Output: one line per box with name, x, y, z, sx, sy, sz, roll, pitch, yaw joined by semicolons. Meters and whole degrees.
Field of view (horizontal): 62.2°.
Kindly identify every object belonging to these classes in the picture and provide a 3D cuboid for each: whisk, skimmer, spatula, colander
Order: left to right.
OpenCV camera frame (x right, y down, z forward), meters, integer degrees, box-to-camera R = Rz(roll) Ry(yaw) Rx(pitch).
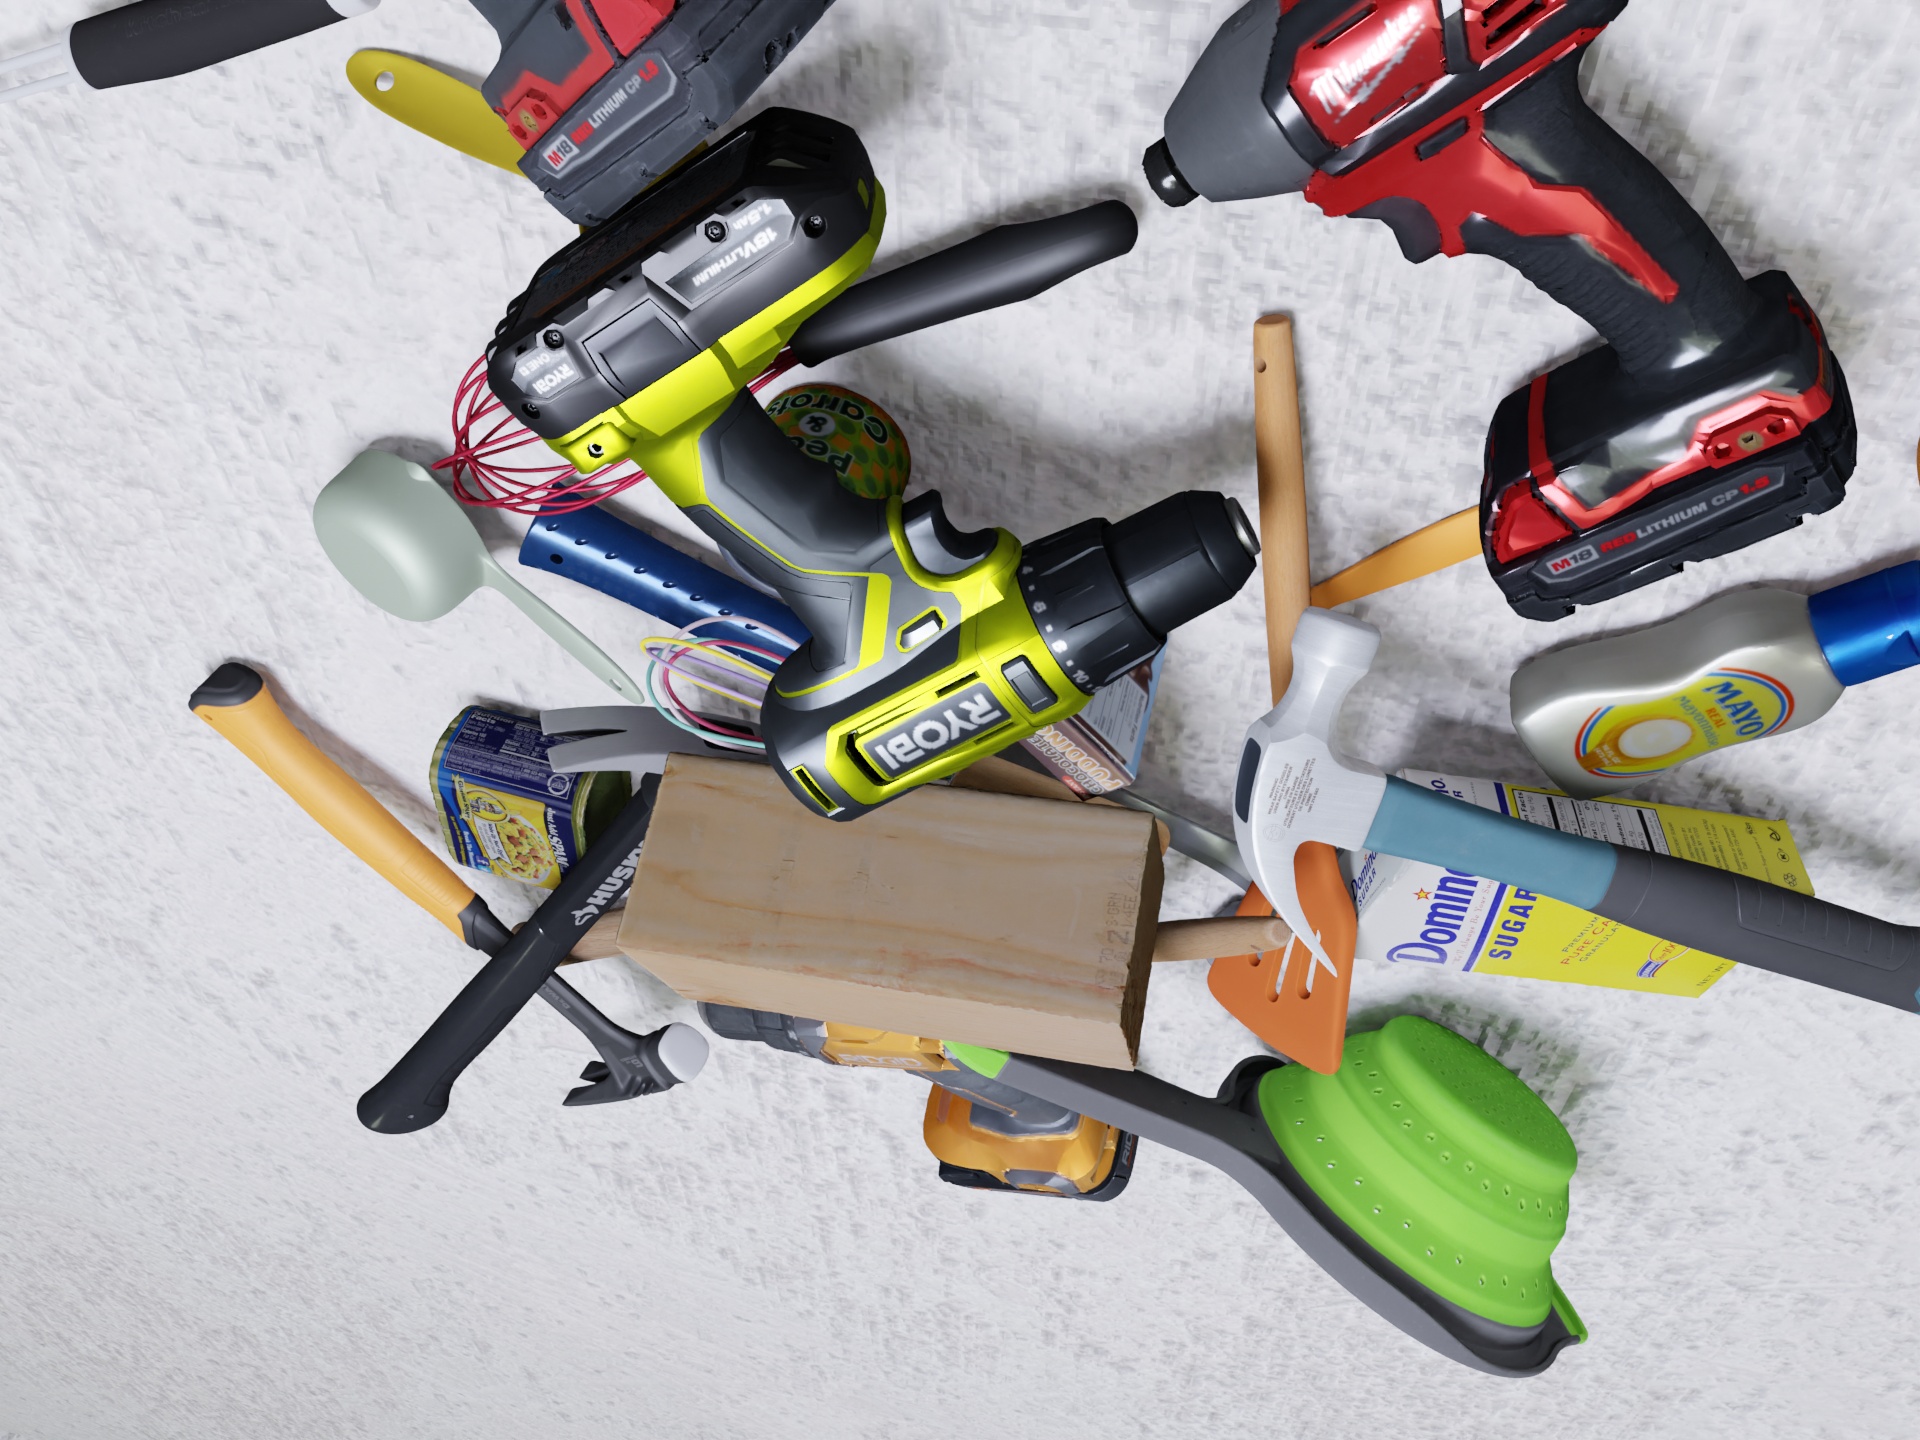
skimmer;-0.376;-0.222;0.559;0.363;0.090;0.127;-5;103;20
whisk;-0.075;-0.135;0.583;0.296;0.073;0.073;-13;131;23
whisk;-0.022;0.013;0.683;0.245;0.051;0.047;21;134;-9
spatula;0.078;0.119;0.768;0.082;0.044;0.317;26;164;-10
spatula;0.126;0.000;0.630;0.081;0.041;0.322;32;141;48
colander;0.170;0.184;0.771;0.396;0.205;0.094;26;107;-22

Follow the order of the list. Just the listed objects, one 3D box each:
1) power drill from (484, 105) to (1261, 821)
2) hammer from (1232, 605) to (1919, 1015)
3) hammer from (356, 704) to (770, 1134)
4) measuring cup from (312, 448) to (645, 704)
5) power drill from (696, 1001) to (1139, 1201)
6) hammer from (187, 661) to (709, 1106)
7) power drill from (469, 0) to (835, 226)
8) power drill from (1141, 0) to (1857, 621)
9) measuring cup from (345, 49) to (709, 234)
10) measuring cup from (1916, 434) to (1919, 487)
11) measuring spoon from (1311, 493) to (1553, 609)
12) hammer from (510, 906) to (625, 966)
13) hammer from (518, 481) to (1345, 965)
power drill;-0.025;-0.080;0.537;0.190;0.080;0.228;-27;124;19
hammer;0.259;0.062;0.616;0.331;0.033;0.128;16;104;-12
hammer;-0.215;0.111;0.801;0.146;0.035;0.334;19;127;-42
measuring cup;-0.212;-0.050;0.693;0.167;0.038;0.083;38;149;4
power drill;-0.020;0.187;0.867;0.185;0.084;0.226;-5;146;32
hammer;-0.292;0.098;0.889;0.127;0.034;0.336;-23;117;42
power drill;-0.132;-0.261;0.418;0.226;0.080;0.188;44;150;-25
power drill;0.164;-0.140;0.486;0.143;0.079;0.219;-25;122;37
measuring cup;-0.144;-0.194;0.559;0.156;0.062;0.029;28;-176;7
measuring cup;0.361;-0.110;0.470;0.095;0.052;0.173;18;137;-1
measuring spoon;0.173;-0.059;0.615;0.117;0.011;0.021;-24;125;37
hammer;-0.123;0.107;0.874;0.331;0.031;0.129;-13;137;32
hammer;-0.001;-0.002;0.717;0.405;0.035;0.144;26;138;-10
